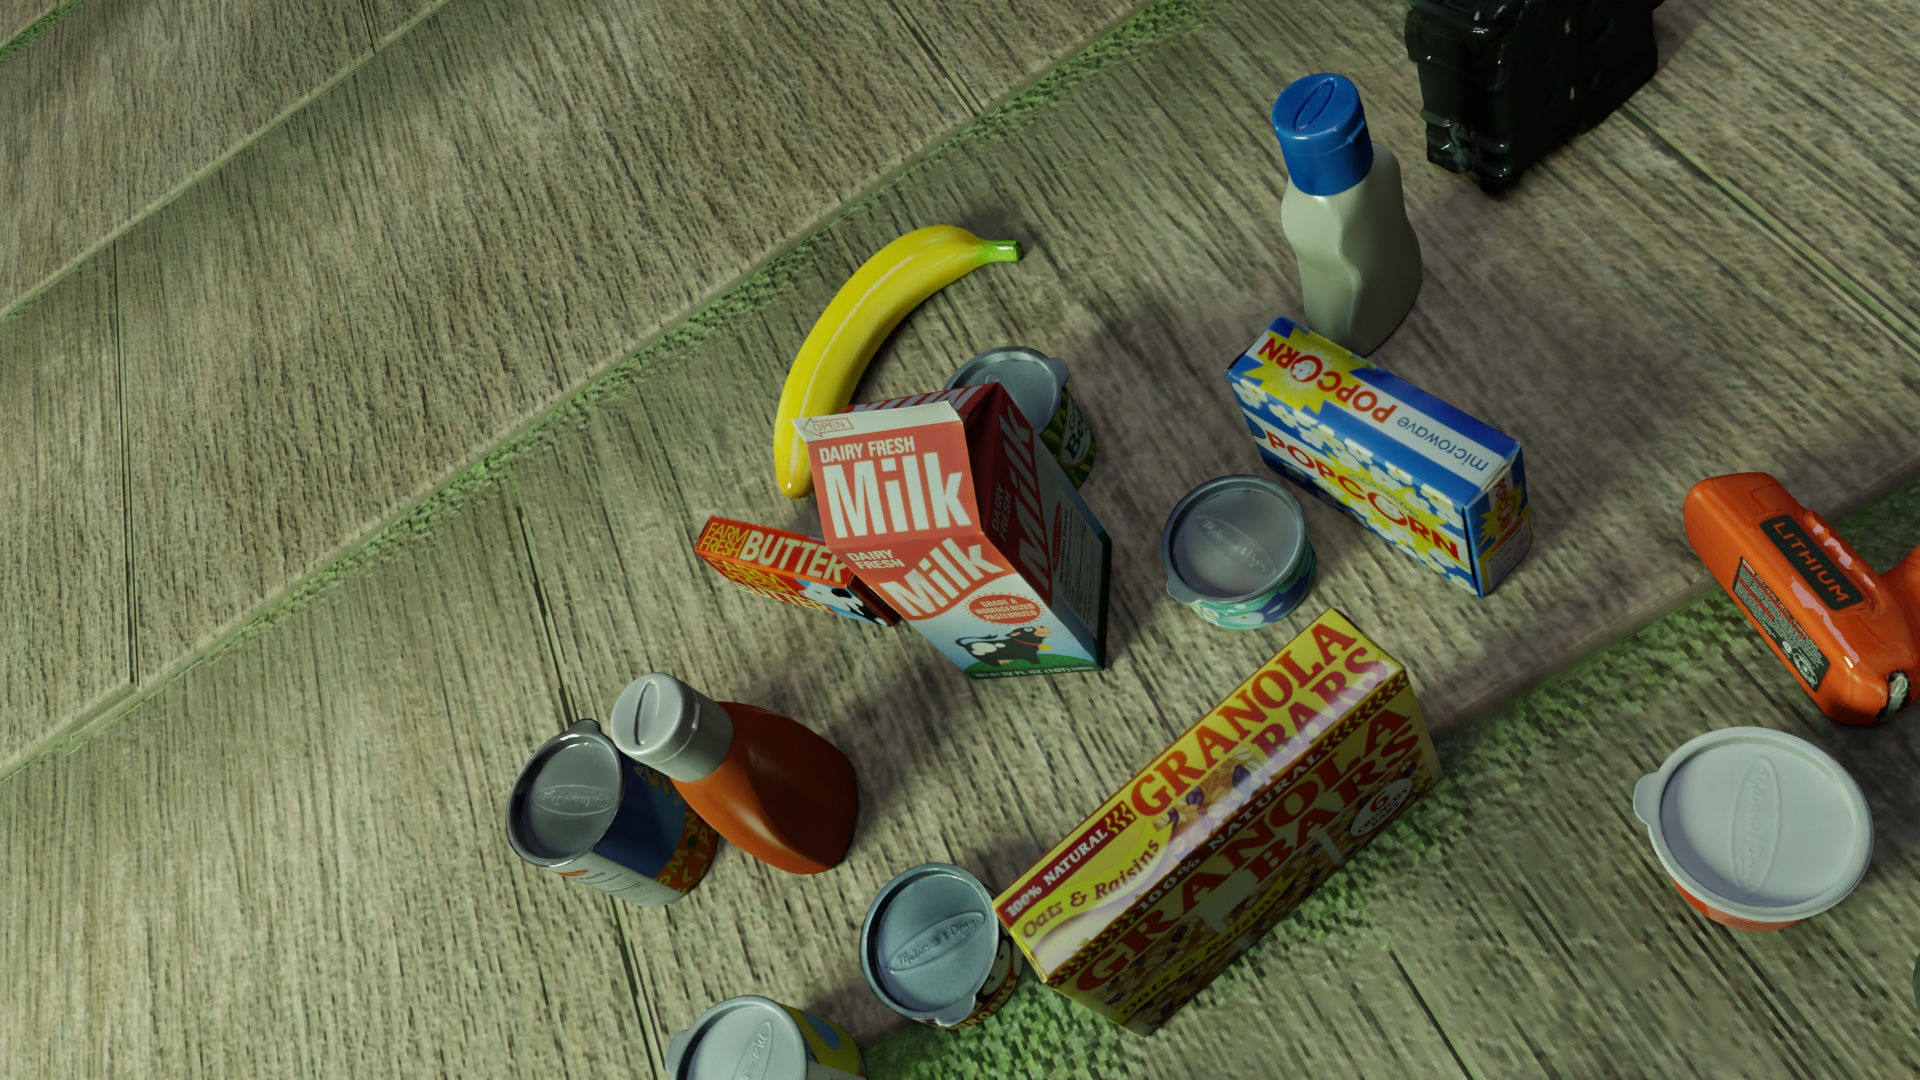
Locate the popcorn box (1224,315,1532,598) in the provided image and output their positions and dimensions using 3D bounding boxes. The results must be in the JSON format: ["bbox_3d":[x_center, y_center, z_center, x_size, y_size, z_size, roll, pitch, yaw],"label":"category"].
[{"bbox_3d":[0.182,-0.037,0.604,0.038,0.085,0.127,-48,54,-5],"label":"popcorn box"}]

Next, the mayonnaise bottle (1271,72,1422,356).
[{"bbox_3d":[0.174,-0.148,0.631,0.041,0.147,0.065,30,79,35],"label":"mayonnaise bottle"}]

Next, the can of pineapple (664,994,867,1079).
[{"bbox_3d":[-0.083,0.233,0.597,0.071,0.057,0.071,-12,59,20],"label":"can of pineapple"}]

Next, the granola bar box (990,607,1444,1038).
[{"bbox_3d":[0.104,0.113,0.534,0.165,0.124,0.039,-41,54,0],"label":"granola bar box"}]

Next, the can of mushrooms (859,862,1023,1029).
[{"bbox_3d":[-0.007,0.179,0.606,0.071,0.033,0.071,-11,59,20],"label":"can of mushrooms"}]

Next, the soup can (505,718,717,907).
[{"bbox_3d":[-0.167,0.134,0.677,0.071,0.083,0.071,-12,59,20],"label":"soup can"}]

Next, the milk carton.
[{"bbox_3d":[0.002,-0.008,0.609,0.072,0.190,0.074,-6,61,23],"label":"milk carton"}]

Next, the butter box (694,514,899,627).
[{"bbox_3d":[-0.083,0.016,0.722,0.103,0.053,0.024,12,69,30],"label":"butter box"}]

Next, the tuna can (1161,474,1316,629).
[{"bbox_3d":[0.127,0.008,0.638,0.071,0.032,0.071,-11,59,20],"label":"tuna can"}]

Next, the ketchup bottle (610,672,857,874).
[{"bbox_3d":[-0.098,0.102,0.622,0.043,0.148,0.065,-9,60,22],"label":"ketchup bottle"}]

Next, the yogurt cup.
[{"bbox_3d":[0.282,0.107,0.495,0.072,0.053,0.073,-12,59,20],"label":"yogurt cup"}]

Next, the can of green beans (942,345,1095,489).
[{"bbox_3d":[0.029,-0.056,0.705,0.071,0.057,0.071,-12,59,20],"label":"can of green beans"}]
